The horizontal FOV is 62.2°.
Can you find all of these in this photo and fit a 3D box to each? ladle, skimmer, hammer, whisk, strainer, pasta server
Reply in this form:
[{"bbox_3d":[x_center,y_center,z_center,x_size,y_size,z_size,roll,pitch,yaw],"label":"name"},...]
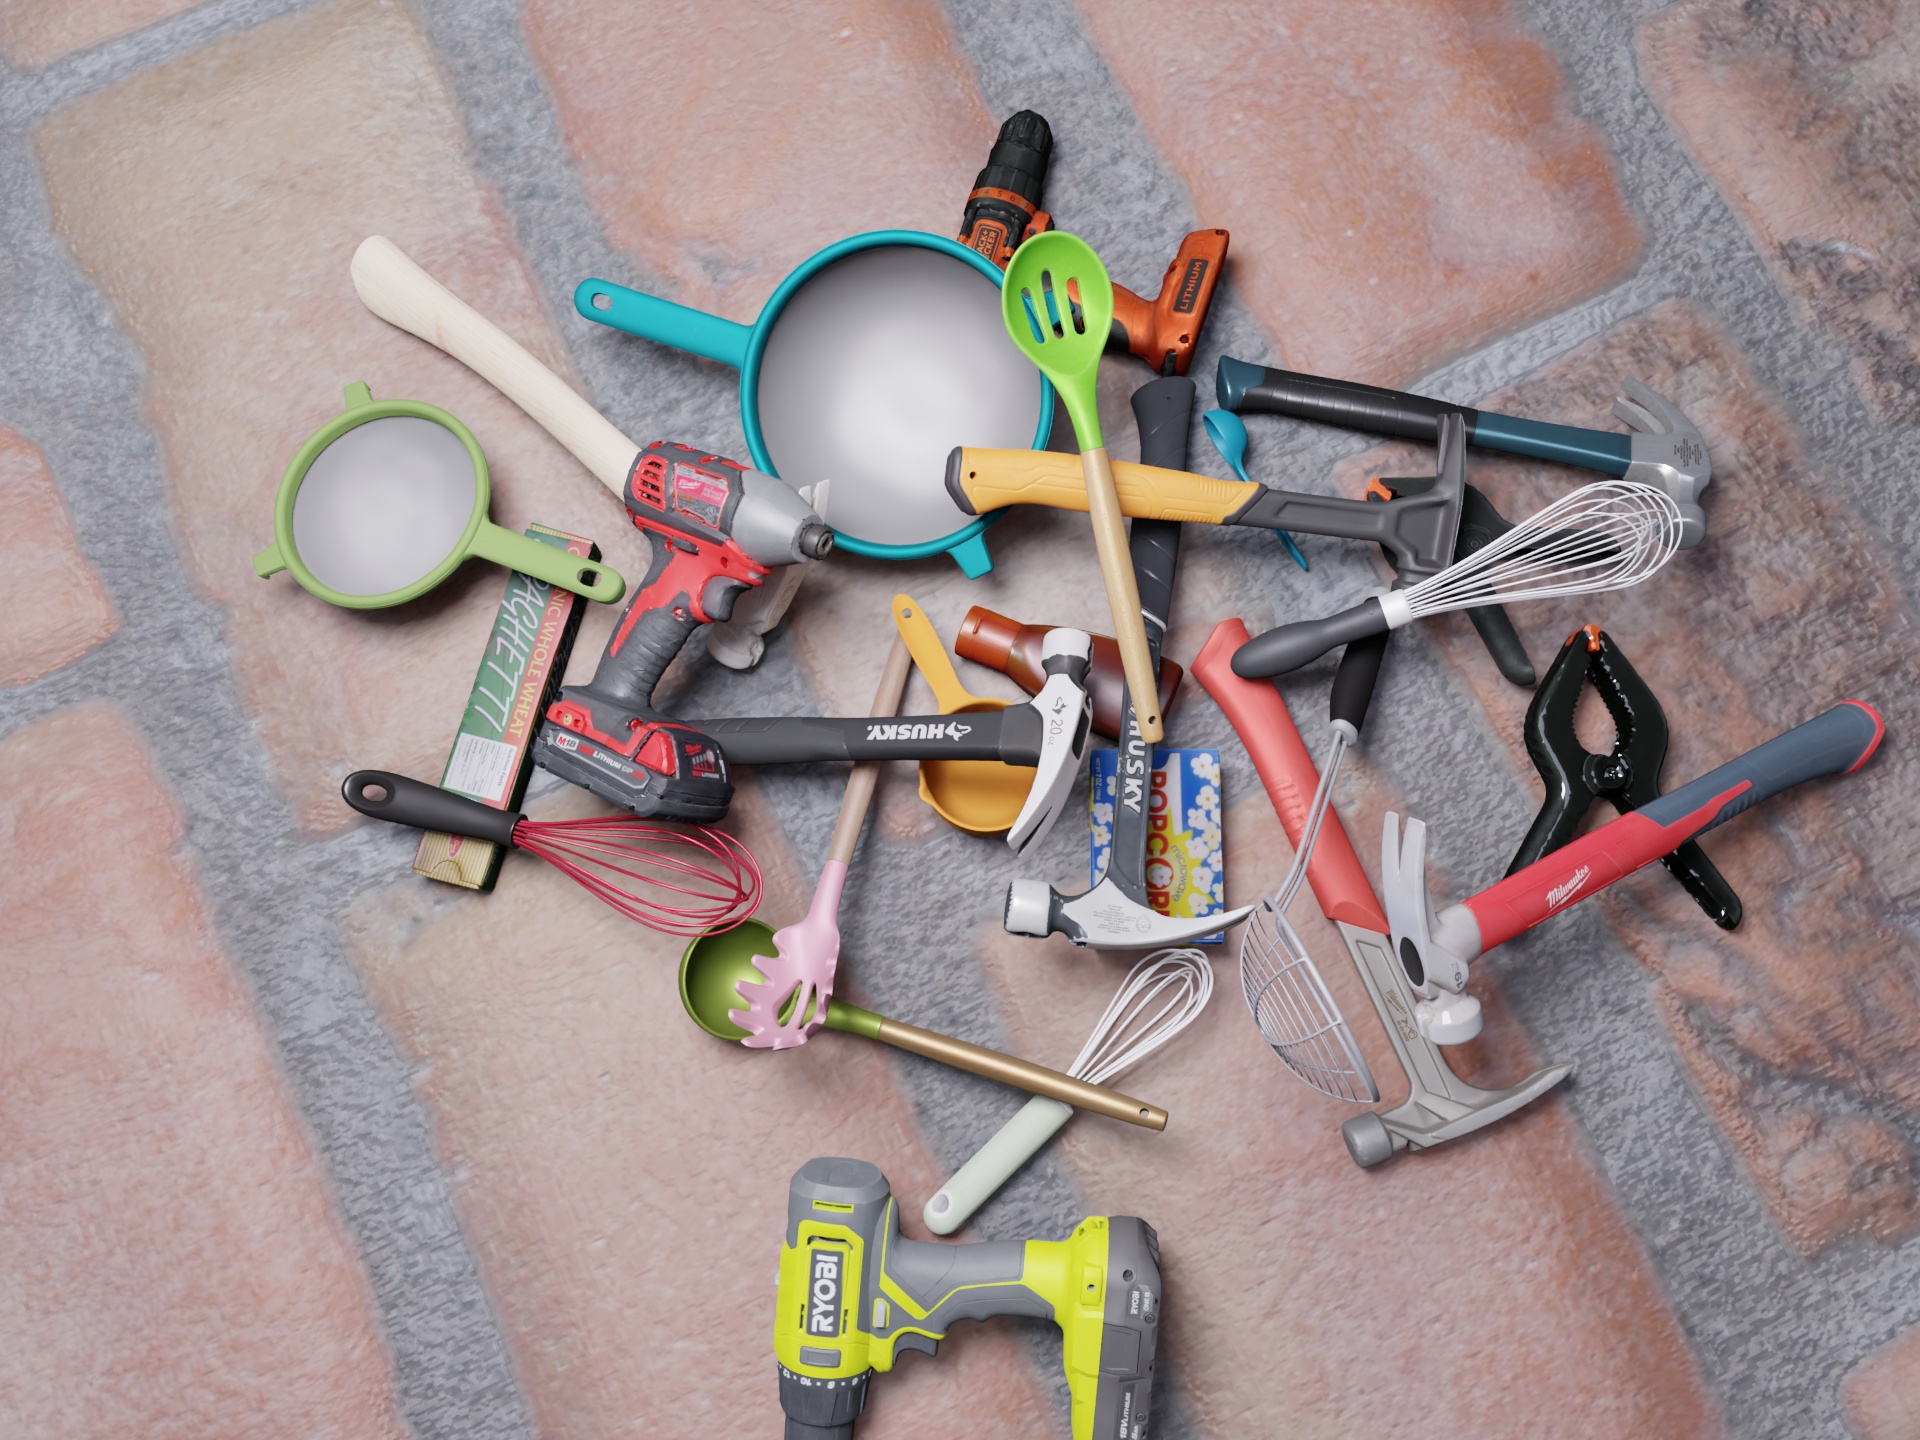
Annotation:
[{"bbox_3d":[-0.027,0.198,0.991,0.320,0.062,0.078,15,73,14],"label":"ladle"},{"bbox_3d":[0.248,0.056,0.969,0.090,0.127,0.363,2,51,32],"label":"skimmer"},{"bbox_3d":[0.421,0.054,0.975,0.386,0.038,0.143,-23,108,-20],"label":"hammer"},{"bbox_3d":[0.069,0.236,1.011,0.246,0.059,0.058,-44,44,-3],"label":"whisk"},{"bbox_3d":[-0.334,-0.120,1.075,0.256,0.069,0.151,20,78,11],"label":"strainer"},{"bbox_3d":[-0.083,0.017,1.012,0.335,0.035,0.146,-2,61,20],"label":"hammer"},{"bbox_3d":[0.124,-0.049,1.030,0.149,0.036,0.409,8,67,0],"label":"hammer"},{"bbox_3d":[-0.265,-0.214,1.086,0.411,0.038,0.146,40,123,13],"label":"hammer"},{"bbox_3d":[0.336,-0.201,1.082,0.331,0.033,0.128,13,55,9],"label":"hammer"},{"bbox_3d":[-0.265,0.076,1.016,0.296,0.073,0.073,14,79,12],"label":"whisk"},{"bbox_3d":[0.305,-0.082,1.000,0.284,0.070,0.070,-20,78,16],"label":"whisk"},{"bbox_3d":[0.252,0.095,1.037,0.149,0.036,0.359,-22,79,-3],"label":"hammer"},{"bbox_3d":[-0.094,-0.237,1.083,0.340,0.095,0.211,20,102,10],"label":"strainer"},{"bbox_3d":[0.158,-0.149,1.014,0.336,0.034,0.127,5,100,-9],"label":"hammer"},{"bbox_3d":[-0.074,0.064,1.016,0.060,0.040,0.316,5,62,22],"label":"pasta server"}]

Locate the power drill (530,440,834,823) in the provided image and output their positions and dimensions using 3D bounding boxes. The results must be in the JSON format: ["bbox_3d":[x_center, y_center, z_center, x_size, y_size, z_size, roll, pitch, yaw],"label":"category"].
[{"bbox_3d":[-0.167,-0.054,0.983,0.143,0.078,0.219,21,93,25],"label":"power drill"}]

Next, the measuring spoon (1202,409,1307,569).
[{"bbox_3d":[0.209,-0.162,1.093,0.021,0.042,0.128,-33,87,3],"label":"measuring spoon"}]

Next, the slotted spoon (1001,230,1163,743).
[{"bbox_3d":[0.084,-0.139,0.971,0.070,0.031,0.314,-13,93,-8],"label":"slotted spoon"}]

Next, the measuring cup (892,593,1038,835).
[{"bbox_3d":[-0.002,-0.003,1.058,0.095,0.052,0.174,-27,77,-4],"label":"measuring cup"}]

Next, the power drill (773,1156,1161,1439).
[{"bbox_3d":[-0.001,0.373,0.959,0.228,0.080,0.190,5,94,4],"label":"power drill"}]
